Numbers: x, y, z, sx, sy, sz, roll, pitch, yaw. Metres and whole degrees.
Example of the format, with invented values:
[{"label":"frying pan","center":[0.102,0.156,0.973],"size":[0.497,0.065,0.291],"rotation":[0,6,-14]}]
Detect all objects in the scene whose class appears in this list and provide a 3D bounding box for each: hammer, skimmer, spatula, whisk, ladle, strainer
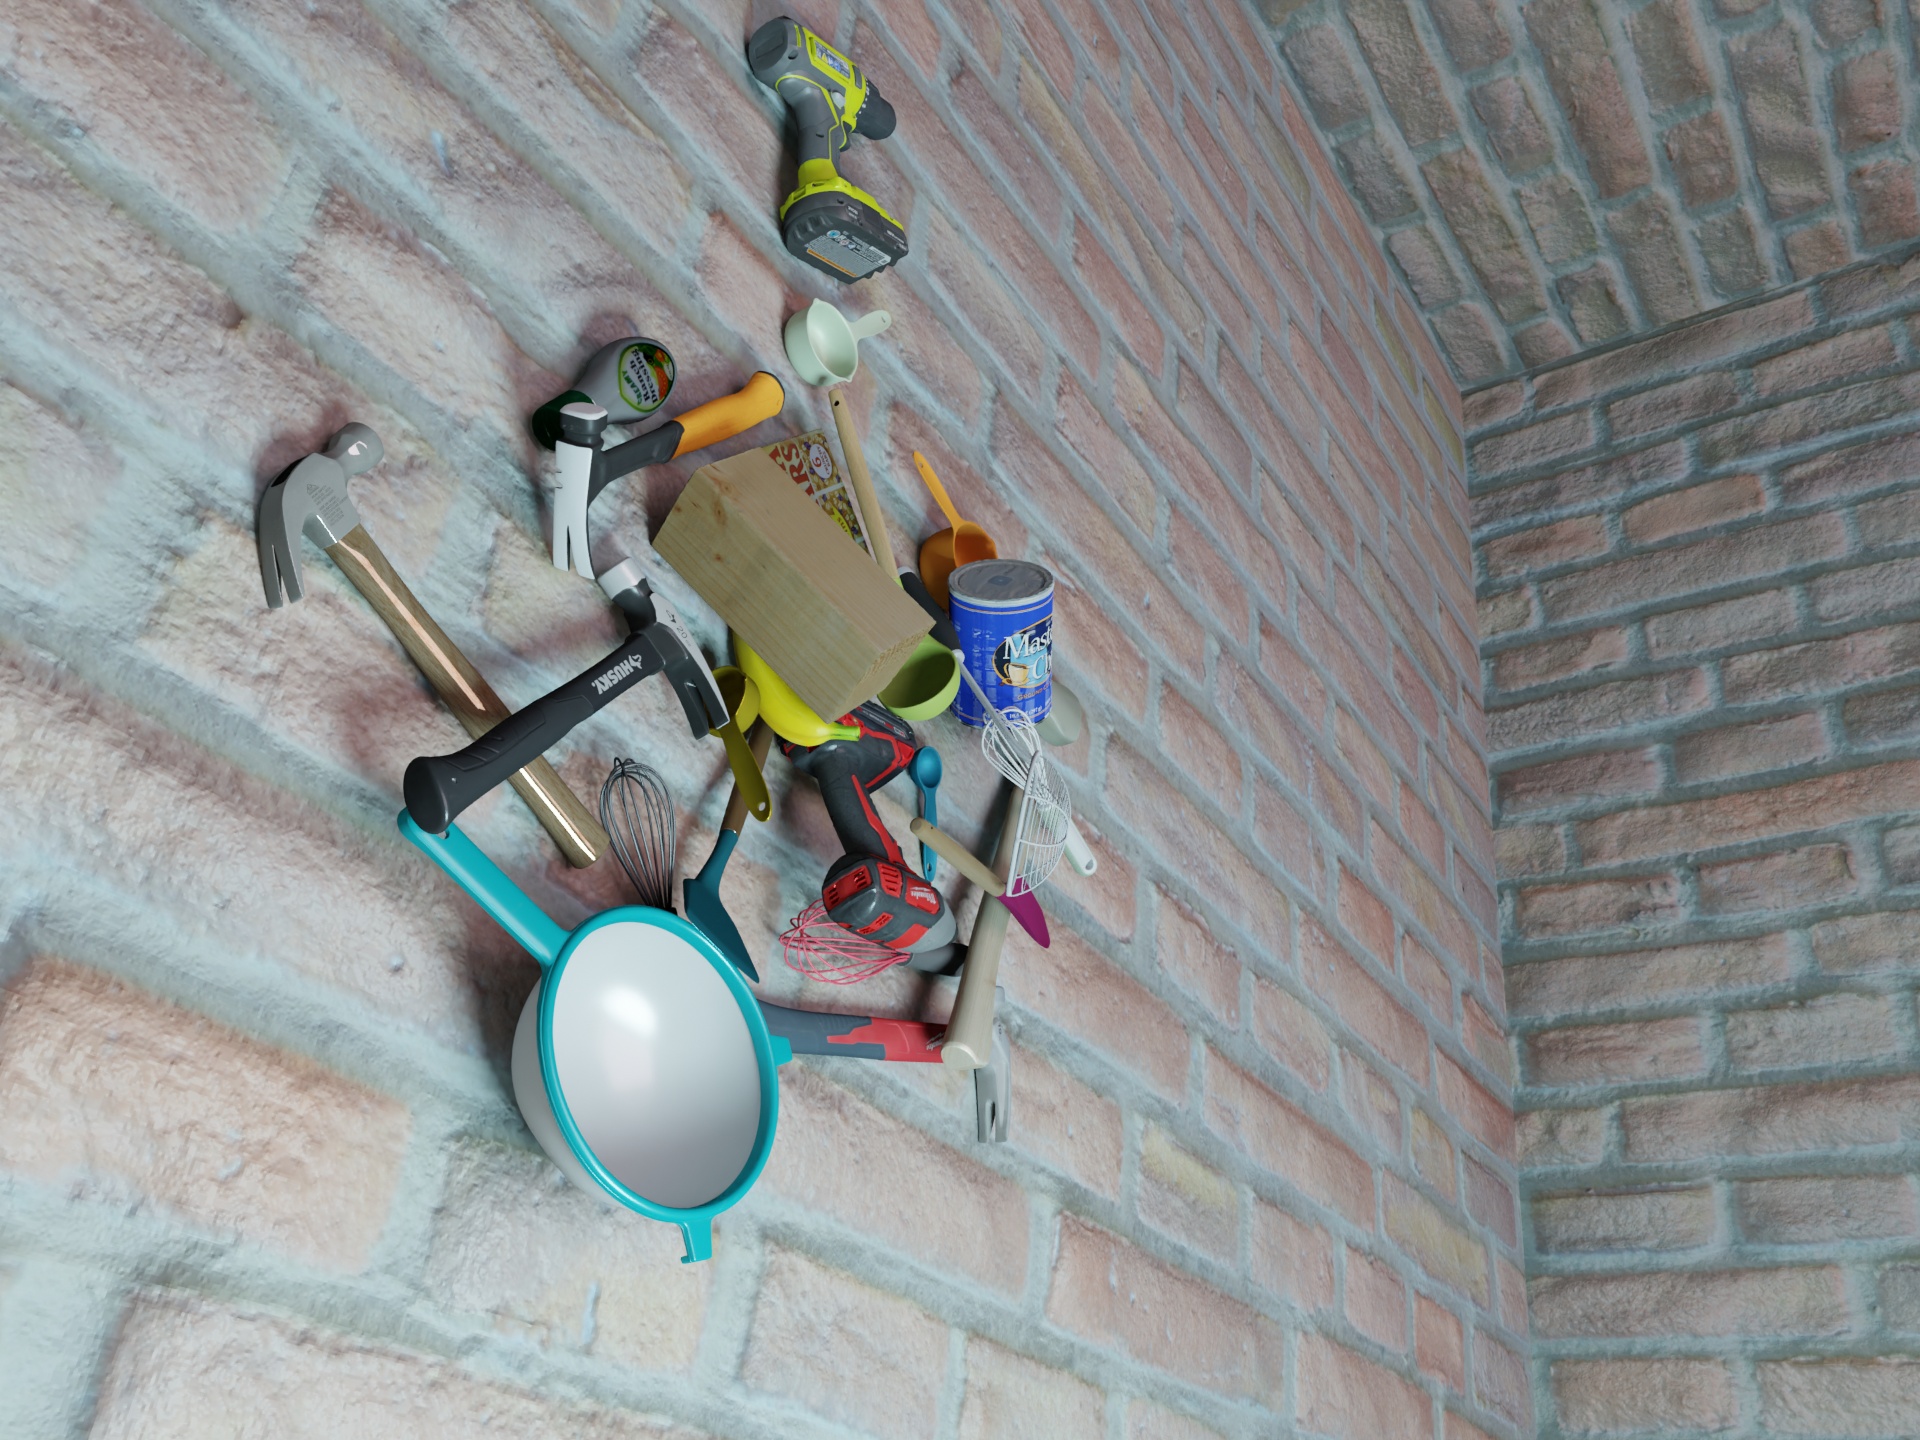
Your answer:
[{"label":"hammer","center":[-0.226,-0.222,1.283],"size":[0.337,0.034,0.127],"rotation":[-49,152,-60]},{"label":"skimmer","center":[-0.002,-0.005,1.445],"size":[0.364,0.090,0.127],"rotation":[57,-21,32]},{"label":"hammer","center":[-0.340,-0.029,1.058],"size":[0.331,0.031,0.130],"rotation":[58,35,-25]},{"label":"spatula","center":[-0.165,0.069,1.236],"size":[0.082,0.044,0.318],"rotation":[50,30,-29]},{"label":"whisk","center":[-0.059,0.199,1.375],"size":[0.295,0.073,0.073],"rotation":[23,59,-59]},{"label":"hammer","center":[0.033,0.158,1.502],"size":[0.146,0.038,0.411],"rotation":[58,28,-27]},{"label":"ladle","center":[-0.072,-0.152,1.427],"size":[0.062,0.078,0.320],"rotation":[21,52,-76]},{"label":"whisk","center":[0.082,0.074,1.559],"size":[0.058,0.059,0.246],"rotation":[-47,130,-18]},{"label":"hammer","center":[-0.267,-0.004,1.087],"size":[0.146,0.035,0.335],"rotation":[56,26,-9]},{"label":"strainer","center":[-0.262,0.191,1.039],"size":[0.340,0.095,0.211],"rotation":[51,31,-20]},{"label":"whisk","center":[-0.221,0.142,1.165],"size":[0.055,0.055,0.239],"rotation":[-20,100,-58]},{"label":"hammer","center":[-0.073,0.283,1.338],"size":[0.386,0.038,0.143],"rotation":[20,63,-53]}]

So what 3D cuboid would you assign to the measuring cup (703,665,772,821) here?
[{"label":"measuring cup","center":[-0.167,0.023,1.237],"size":[0.029,0.062,0.157],"rotation":[36,21,-51]}]

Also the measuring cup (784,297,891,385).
[{"label":"measuring cup","center":[-0.116,-0.371,1.540],"size":[0.167,0.038,0.083],"rotation":[-45,115,-56]}]

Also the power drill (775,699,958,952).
[{"label":"power drill","center":[-0.070,0.090,1.317],"size":[0.143,0.078,0.220],"rotation":[32,31,-48]}]

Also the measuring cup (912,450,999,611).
[{"label":"measuring cup","center":[-0.022,-0.187,1.598],"size":[0.173,0.052,0.095],"rotation":[60,35,-20]}]

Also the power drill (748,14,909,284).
[{"label":"power drill","center":[-0.118,-0.559,1.578],"size":[0.190,0.080,0.229],"rotation":[12,65,-55]}]

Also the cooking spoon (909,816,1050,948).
[{"label":"cooking spoon","center":[0.023,0.139,1.386],"size":[0.318,0.017,0.069],"rotation":[45,26,-59]}]

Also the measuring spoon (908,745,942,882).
[{"label":"measuring spoon","center":[-0.036,0.089,1.501],"size":[0.042,0.021,0.129],"rotation":[7,80,-56]}]
